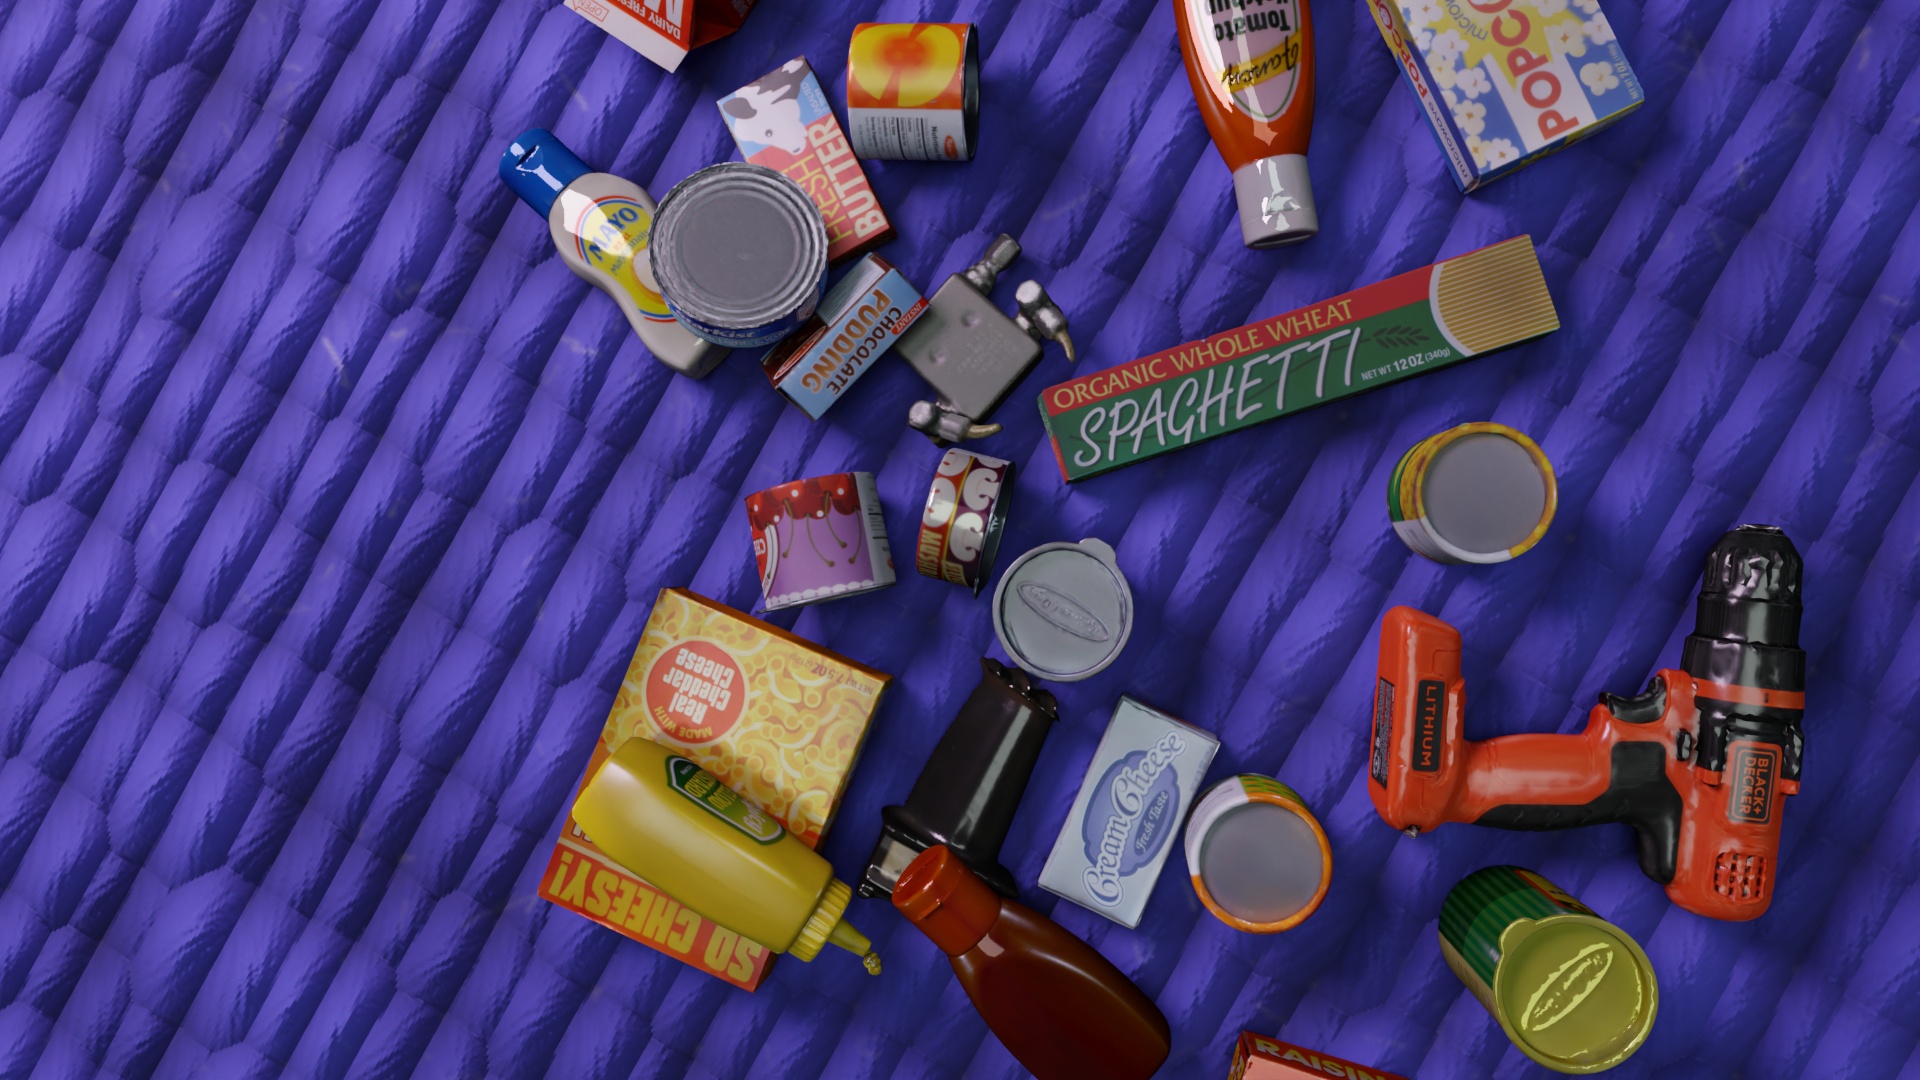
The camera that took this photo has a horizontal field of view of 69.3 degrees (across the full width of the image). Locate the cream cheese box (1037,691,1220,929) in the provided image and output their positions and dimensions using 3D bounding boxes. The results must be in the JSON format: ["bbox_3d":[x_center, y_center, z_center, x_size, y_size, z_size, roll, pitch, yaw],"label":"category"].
[{"bbox_3d":[0.083,0.133,0.688,0.053,0.024,0.103,24,91,7],"label":"cream cheese box"}]

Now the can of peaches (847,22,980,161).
[{"bbox_3d":[-0.022,-0.224,0.690,0.058,0.071,0.071,2,89,7],"label":"can of peaches"}]

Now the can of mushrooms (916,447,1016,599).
[{"bbox_3d":[0.002,-0.009,0.679,0.033,0.071,0.071,15,90,7],"label":"can of mushrooms"}]

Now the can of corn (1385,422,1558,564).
[{"bbox_3d":[0.242,-0.024,0.659,0.071,0.058,0.071,0,89,6],"label":"can of corn"}]

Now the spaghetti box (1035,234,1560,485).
[{"bbox_3d":[0.163,-0.087,0.684,0.250,0.028,0.050,-17,86,5],"label":"spaghetti box"}]

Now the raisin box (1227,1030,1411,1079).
[{"bbox_3d":[0.162,0.311,0.667,0.086,0.040,0.123,15,91,7],"label":"raisin box"}]

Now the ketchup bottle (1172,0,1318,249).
[{"bbox_3d":[0.145,-0.220,0.683,0.065,0.043,0.148,-10,88,6],"label":"ketchup bottle"}]

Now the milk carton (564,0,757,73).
[{"bbox_3d":[-0.120,-0.332,0.699,0.072,0.073,0.190,34,92,6],"label":"milk carton"}]

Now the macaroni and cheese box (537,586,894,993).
[{"bbox_3d":[-0.122,0.123,0.702,0.124,0.040,0.166,23,90,6],"label":"macaroni and cheese box"}]

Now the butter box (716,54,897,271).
[{"bbox_3d":[-0.079,-0.191,0.715,0.053,0.024,0.103,-28,85,5],"label":"butter box"}]

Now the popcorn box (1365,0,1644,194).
[{"bbox_3d":[0.259,-0.244,0.673,0.085,0.038,0.126,-25,86,5],"label":"popcorn box"}]

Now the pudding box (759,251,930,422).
[{"bbox_3d":[-0.059,-0.103,0.695,0.083,0.050,0.030,-45,118,2],"label":"pudding box"}]

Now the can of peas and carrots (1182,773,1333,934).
[{"bbox_3d":[0.143,0.150,0.664,0.071,0.059,0.071,0,89,6],"label":"can of peas and carrots"}]

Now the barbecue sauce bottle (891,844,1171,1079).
[{"bbox_3d":[0.031,0.206,0.659,0.064,0.044,0.148,-41,103,13],"label":"barbecue sauce bottle"}]

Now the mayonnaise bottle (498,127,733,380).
[{"bbox_3d":[-0.172,-0.151,0.715,0.148,0.041,0.065,42,87,5],"label":"mayonnaise bottle"}]

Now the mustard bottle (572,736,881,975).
[{"bbox_3d":[-0.101,0.153,0.649,0.160,0.065,0.048,34,95,-1],"label":"mustard bottle"}]

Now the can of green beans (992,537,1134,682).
[{"bbox_3d":[0.051,0.034,0.677,0.071,0.058,0.071,0,89,6],"label":"can of green beans"}]

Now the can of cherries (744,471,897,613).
[{"bbox_3d":[-0.072,0.001,0.686,0.071,0.071,0.058,-12,87,6],"label":"can of cherries"}]

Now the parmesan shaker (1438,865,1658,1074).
[{"bbox_3d":[0.259,0.187,0.628,0.071,0.103,0.071,0,89,6],"label":"parmesan shaker"}]
